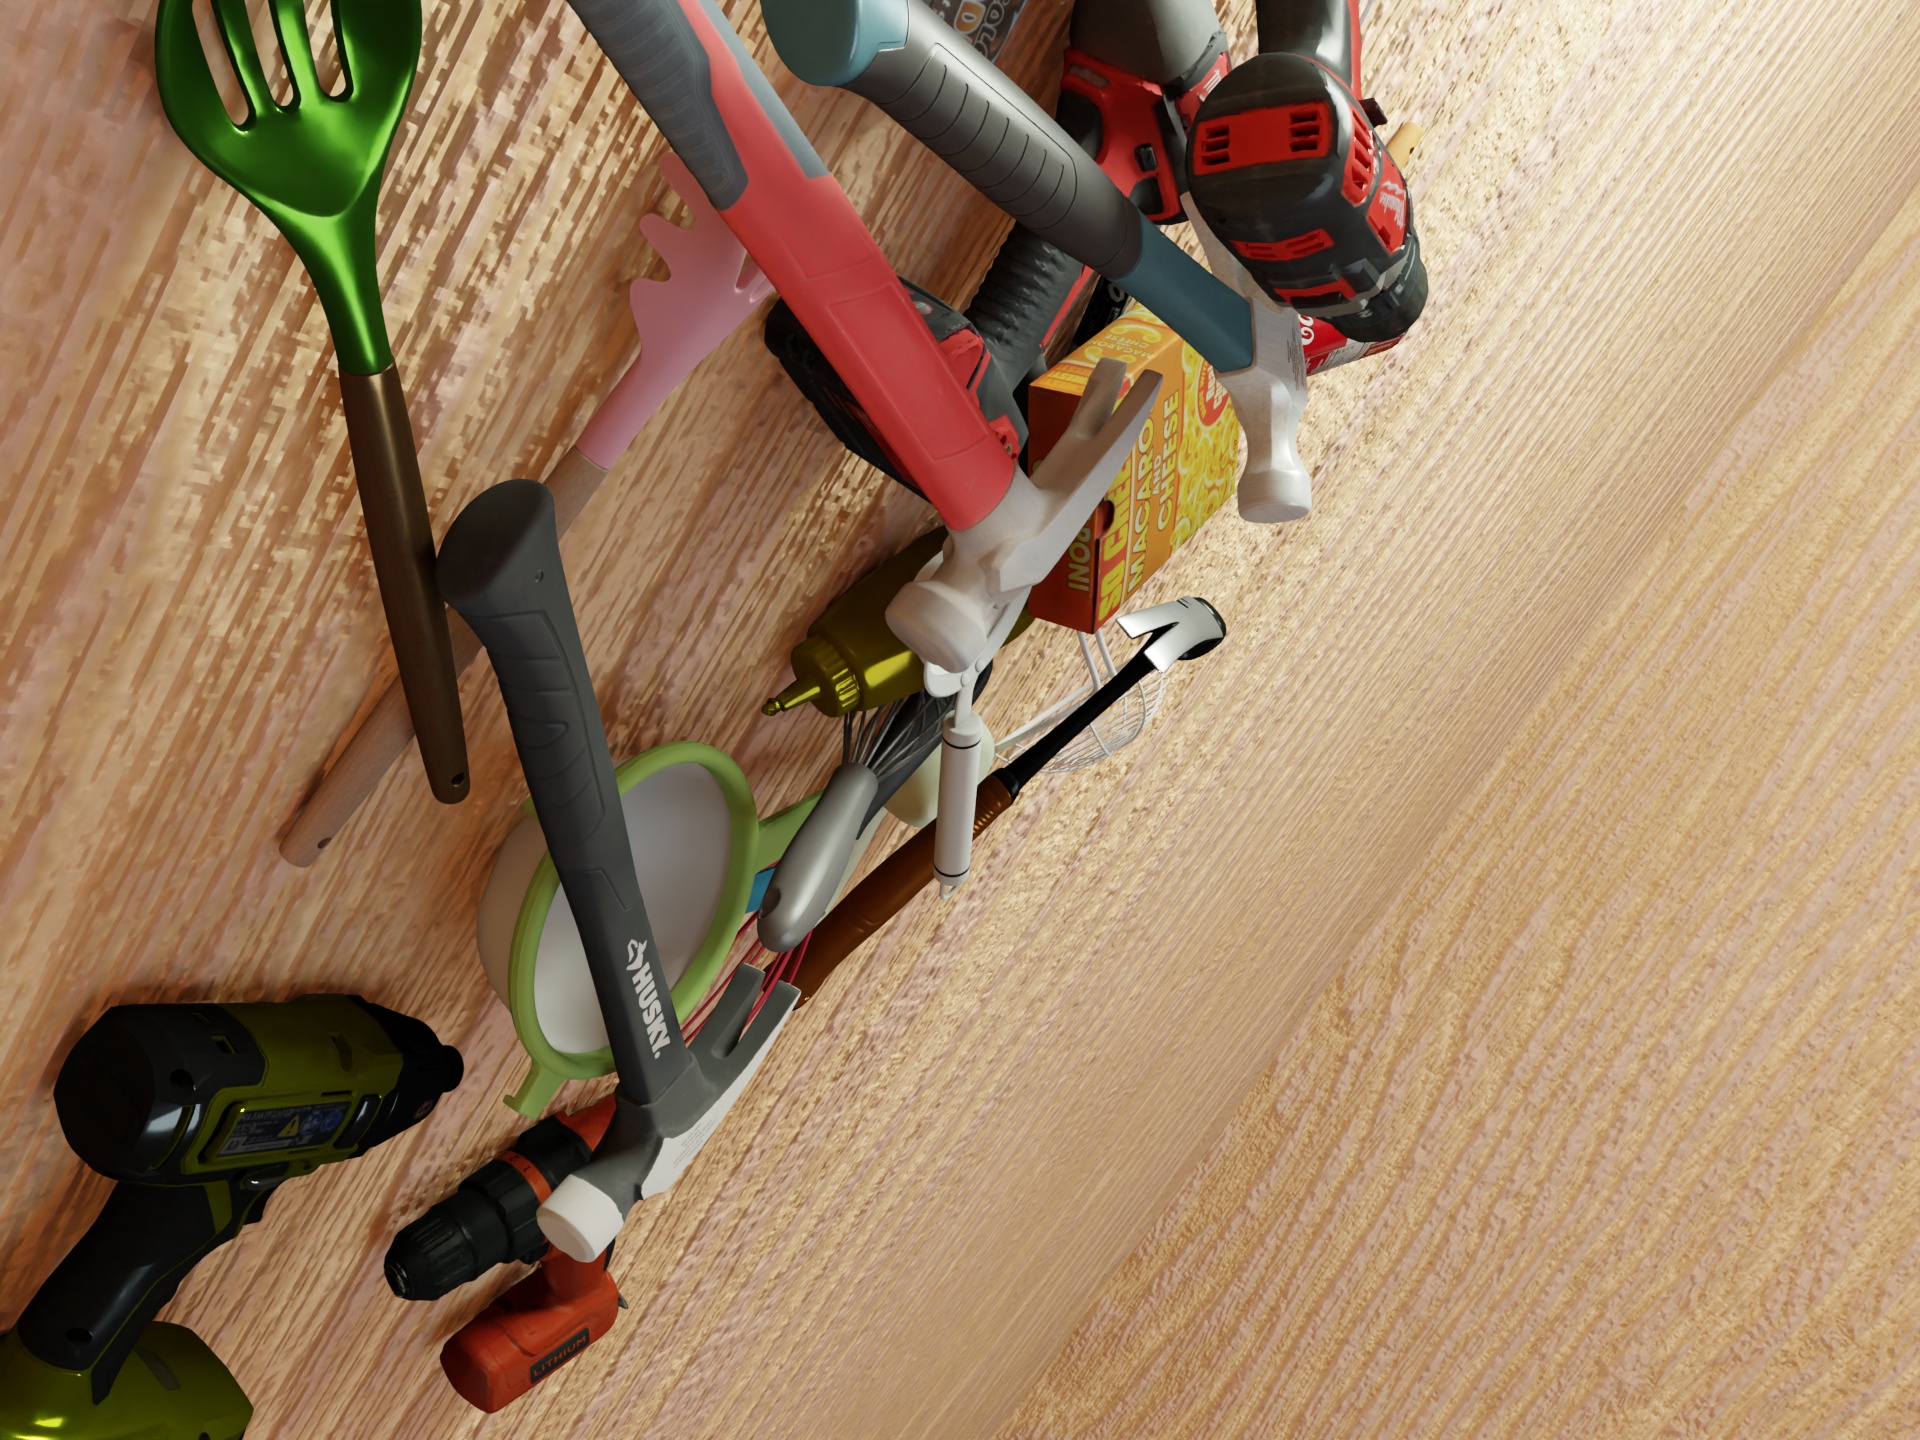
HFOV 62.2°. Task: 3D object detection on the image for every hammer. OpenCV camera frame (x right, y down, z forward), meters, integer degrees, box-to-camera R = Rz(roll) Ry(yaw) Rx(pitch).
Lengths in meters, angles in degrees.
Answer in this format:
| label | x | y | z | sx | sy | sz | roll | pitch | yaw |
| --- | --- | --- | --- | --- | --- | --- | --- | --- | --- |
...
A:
| label | x | y | z | sx | sy | sz | roll | pitch | yaw |
| --- | --- | --- | --- | --- | --- | --- | --- | --- | --- |
| hammer | 0.047 | -0.165 | 0.534 | 0.330 | 0.033 | 0.128 | 14 | 72 | -57 |
| hammer | -0.047 | -0.169 | 0.471 | 0.143 | 0.038 | 0.385 | -54 | 141 | -12 |
| hammer | -0.133 | 0.058 | 0.604 | 0.146 | 0.035 | 0.334 | -47 | 146 | -39 |
| hammer | 0.003 | 0.054 | 0.864 | 0.337 | 0.034 | 0.127 | -43 | 171 | 22 |

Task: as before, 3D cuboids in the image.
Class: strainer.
| label | x | y | z | sx | sy | sz | roll | pitch | yaw |
| --- | --- | --- | --- | --- | --- | --- | --- | --- | --- |
| strainer | -0.001 | -0.002 | 0.743 | 0.087 | 0.050 | 0.258 | -42 | 149 | -39 |
| strainer | -0.132 | 0.059 | 0.729 | 0.256 | 0.069 | 0.151 | -27 | 132 | -57 |

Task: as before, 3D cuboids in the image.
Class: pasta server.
| label | x | y | z | sx | sy | sz | roll | pitch | yaw |
| --- | --- | --- | --- | --- | --- | --- | --- | --- | --- |
| pasta server | -0.150 | -0.075 | 0.559 | 0.316 | 0.040 | 0.060 | -51 | 156 | 9 |

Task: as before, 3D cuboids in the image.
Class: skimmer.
| label | x | y | z | sx | sy | sz | roll | pitch | yaw |
| --- | --- | --- | --- | --- | --- | --- | --- | --- | --- |
| skimmer | 0.047 | -0.089 | 0.870 | 0.127 | 0.090 | 0.362 | -32 | 142 | -9 |

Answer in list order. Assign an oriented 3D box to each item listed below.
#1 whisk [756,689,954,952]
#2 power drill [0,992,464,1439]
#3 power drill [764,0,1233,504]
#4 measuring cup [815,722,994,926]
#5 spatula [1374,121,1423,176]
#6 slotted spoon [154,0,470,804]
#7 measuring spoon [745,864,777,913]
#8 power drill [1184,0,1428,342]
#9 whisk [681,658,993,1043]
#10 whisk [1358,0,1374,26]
| label | x | y | z | sx | sy | sz | roll | pitch | yaw |
| --- | --- | --- | --- | --- | --- | --- | --- | --- | --- |
| whisk | -0.047 | 0.029 | 0.748 | 0.239 | 0.055 | 0.055 | -66 | 177 | -55 |
| power drill | -0.303 | 0.210 | 0.630 | 0.223 | 0.080 | 0.171 | -57 | 155 | 6 |
| power drill | 0.029 | -0.200 | 0.636 | 0.219 | 0.079 | 0.143 | -52 | 156 | -4 |
| measuring cup | -0.037 | 0.065 | 0.927 | 0.167 | 0.038 | 0.083 | -58 | 155 | 10 |
| spatula | 0.162 | -0.212 | 0.912 | 0.322 | 0.041 | 0.081 | -55 | 154 | -1 |
| slotted spoon | -0.175 | -0.084 | 0.473 | 0.070 | 0.031 | 0.313 | -33 | 146 | -33 |
| measuring spoon | -0.130 | 0.089 | 0.791 | 0.128 | 0.021 | 0.042 | -17 | 119 | -29 |
| power drill | 0.141 | -0.261 | 0.598 | 0.187 | 0.080 | 0.227 | 8 | 83 | -62 |
| whisk | -0.076 | 0.071 | 0.848 | 0.296 | 0.073 | 0.073 | -52 | 156 | -13 |
| whisk | 0.172 | -0.310 | 0.766 | 0.246 | 0.058 | 0.059 | 64 | 42 | -68 |
